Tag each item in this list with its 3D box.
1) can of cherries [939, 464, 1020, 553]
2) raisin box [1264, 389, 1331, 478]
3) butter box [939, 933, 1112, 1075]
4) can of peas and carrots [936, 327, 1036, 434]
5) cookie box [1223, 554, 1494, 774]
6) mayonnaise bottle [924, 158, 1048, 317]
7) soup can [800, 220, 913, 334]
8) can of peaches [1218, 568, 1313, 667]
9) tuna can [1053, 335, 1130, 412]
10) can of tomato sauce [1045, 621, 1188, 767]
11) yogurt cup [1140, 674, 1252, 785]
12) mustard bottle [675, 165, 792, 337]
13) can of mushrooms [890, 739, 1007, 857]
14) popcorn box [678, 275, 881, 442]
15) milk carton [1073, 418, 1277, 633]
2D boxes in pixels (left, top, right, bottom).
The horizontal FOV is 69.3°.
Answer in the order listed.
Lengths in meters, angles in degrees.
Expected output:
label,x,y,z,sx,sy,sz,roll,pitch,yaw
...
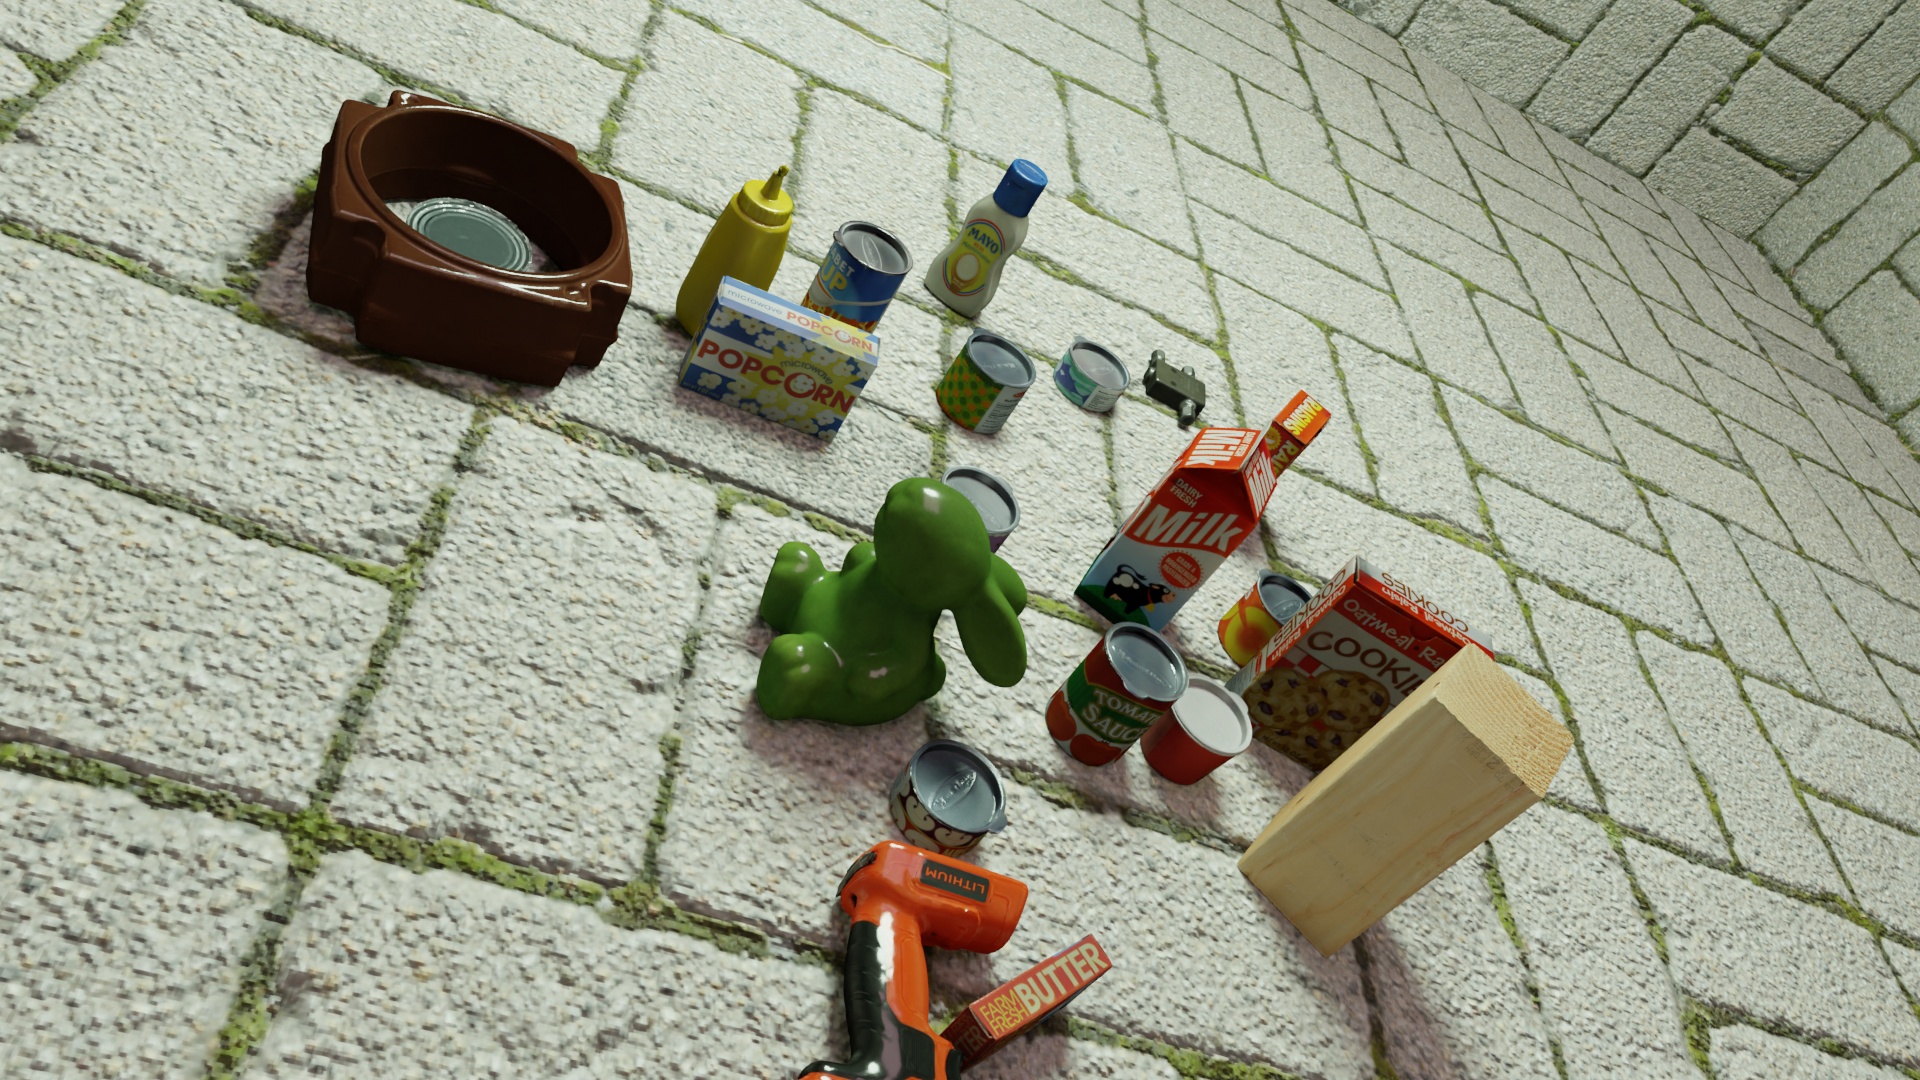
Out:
label,x,y,z,sx,sy,sz,roll,pitch,yaw
can of cherries,0.004,-0.013,1.028,0.071,0.058,0.072,21,40,-19
raisin box,0.268,-0.068,1.235,0.040,0.122,0.086,42,38,8
butter box,0.034,0.257,0.769,0.104,0.053,0.024,-14,59,-45
can of peas and carrots,0.020,-0.134,1.168,0.071,0.058,0.071,21,40,-19
cookie box,0.292,0.103,1.035,0.123,0.166,0.040,31,38,-7
mayonnaise bottle,0.026,-0.274,1.249,0.065,0.147,0.041,37,37,2
soup can,-0.089,-0.212,1.147,0.071,0.083,0.072,21,40,-19
can of peaches,0.251,0.067,1.131,0.071,0.057,0.071,21,40,-19
tuna can,0.120,-0.154,1.287,0.071,0.032,0.071,21,40,-18
can of tomato sauce,0.106,0.108,0.957,0.071,0.082,0.071,21,40,-19
yogurt cup,0.166,0.138,0.995,0.072,0.053,0.073,21,40,-19
mustard bottle,-0.161,-0.219,1.038,0.049,0.159,0.065,43,38,9
can of mushrooms,-0.006,0.161,0.856,0.071,0.033,0.071,21,40,-18
popcorn box,-0.134,-0.133,1.029,0.127,0.084,0.038,20,40,-20
milk carton,0.172,-0.014,1.049,0.073,0.189,0.073,38,37,2
